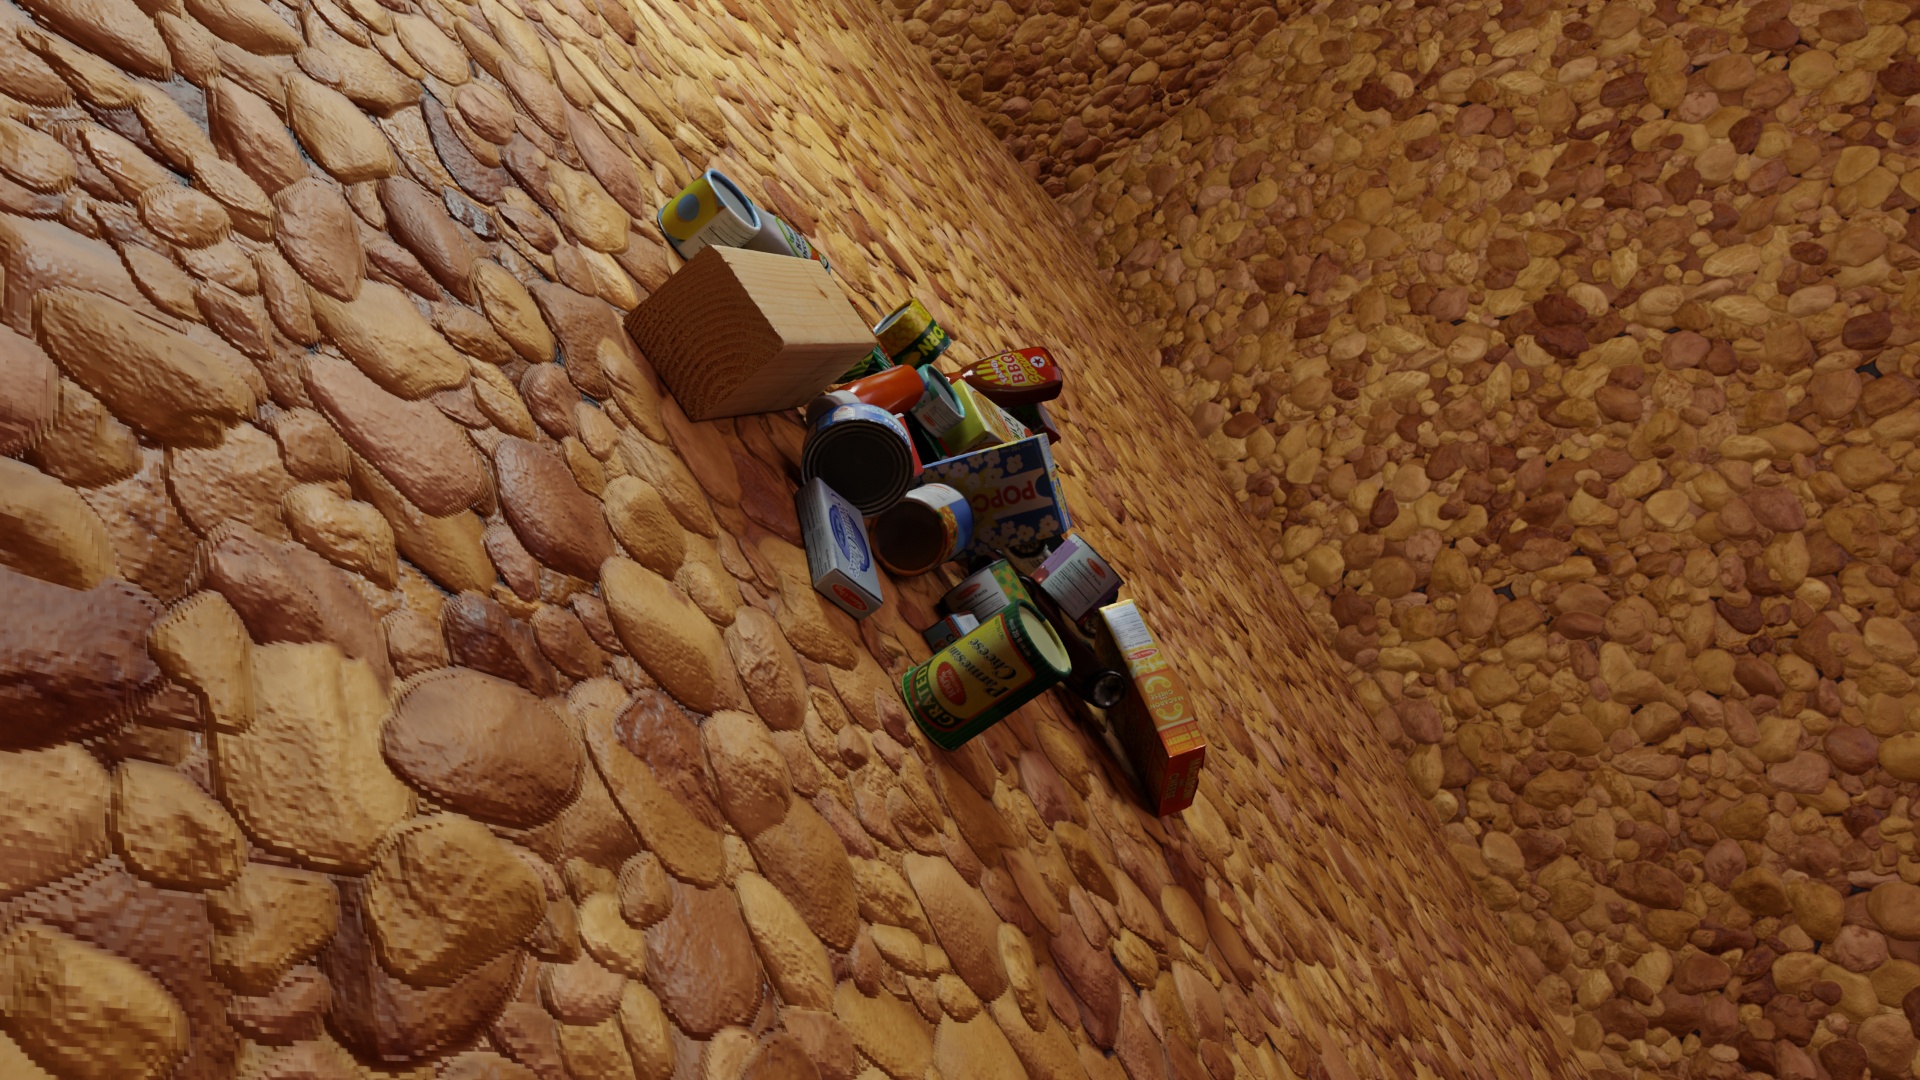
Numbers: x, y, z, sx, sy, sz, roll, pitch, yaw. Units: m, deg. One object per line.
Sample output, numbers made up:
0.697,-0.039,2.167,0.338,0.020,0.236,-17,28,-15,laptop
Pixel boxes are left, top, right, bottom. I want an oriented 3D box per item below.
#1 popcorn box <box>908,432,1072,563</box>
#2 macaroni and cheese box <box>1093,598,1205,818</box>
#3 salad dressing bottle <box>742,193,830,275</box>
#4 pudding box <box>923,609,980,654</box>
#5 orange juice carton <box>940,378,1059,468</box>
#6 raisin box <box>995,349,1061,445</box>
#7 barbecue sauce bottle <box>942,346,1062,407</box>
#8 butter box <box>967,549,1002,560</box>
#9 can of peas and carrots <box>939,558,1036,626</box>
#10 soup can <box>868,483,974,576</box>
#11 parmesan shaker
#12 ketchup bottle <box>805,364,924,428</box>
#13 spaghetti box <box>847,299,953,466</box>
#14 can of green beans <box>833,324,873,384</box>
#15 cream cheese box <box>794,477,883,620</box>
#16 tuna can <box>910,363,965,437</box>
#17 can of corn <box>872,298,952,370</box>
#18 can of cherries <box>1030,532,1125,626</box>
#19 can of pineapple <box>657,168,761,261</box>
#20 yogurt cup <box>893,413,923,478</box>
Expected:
0.022,-0.034,1.177,0.038,0.126,0.085,-28,103,-70,popcorn box
0.174,0.157,1.303,0.123,0.040,0.167,88,-17,-53,macaroni and cheese box
-0.181,-0.280,1.281,0.147,0.044,0.064,35,27,-49,salad dressing bottle
0.011,0.097,1.090,0.084,0.030,0.050,57,15,9,pudding box
0.034,-0.088,1.445,0.192,0.071,0.073,29,30,-55,orange juice carton
0.049,-0.143,1.571,0.040,0.086,0.124,29,30,-54,raisin box
0.033,-0.171,1.506,0.043,0.149,0.065,108,-37,-51,barbecue sauce bottle
0.005,-0.016,1.268,0.103,0.024,0.053,31,59,-53,butter box
0.026,0.056,1.149,0.059,0.071,0.071,58,17,8,can of peas and carrots
-0.031,-0.006,1.122,0.071,0.071,0.084,55,17,1,soup can
0.017,0.093,0.988,0.071,0.103,0.071,48,17,-20,parmesan shaker
-0.085,-0.117,1.201,0.043,0.064,0.149,60,25,-3,ketchup bottle
-0.061,-0.131,1.344,0.250,0.028,0.050,58,16,11,spaghetti box
-0.115,-0.168,1.202,0.071,0.071,0.058,56,16,5,can of green beans
-0.089,0.004,1.008,0.053,0.024,0.104,41,21,-40,cream cheese box
-0.027,-0.136,1.335,0.071,0.032,0.071,49,17,-20,tuna can
-0.052,-0.212,1.455,0.058,0.071,0.071,48,17,-18,can of corn
0.106,0.036,1.261,0.071,0.058,0.071,45,-1,1,can of cherries
-0.209,-0.267,1.155,0.071,0.057,0.071,48,17,-20,can of pineapple
-0.066,-0.067,1.147,0.054,0.072,0.072,62,16,-4,yogurt cup
